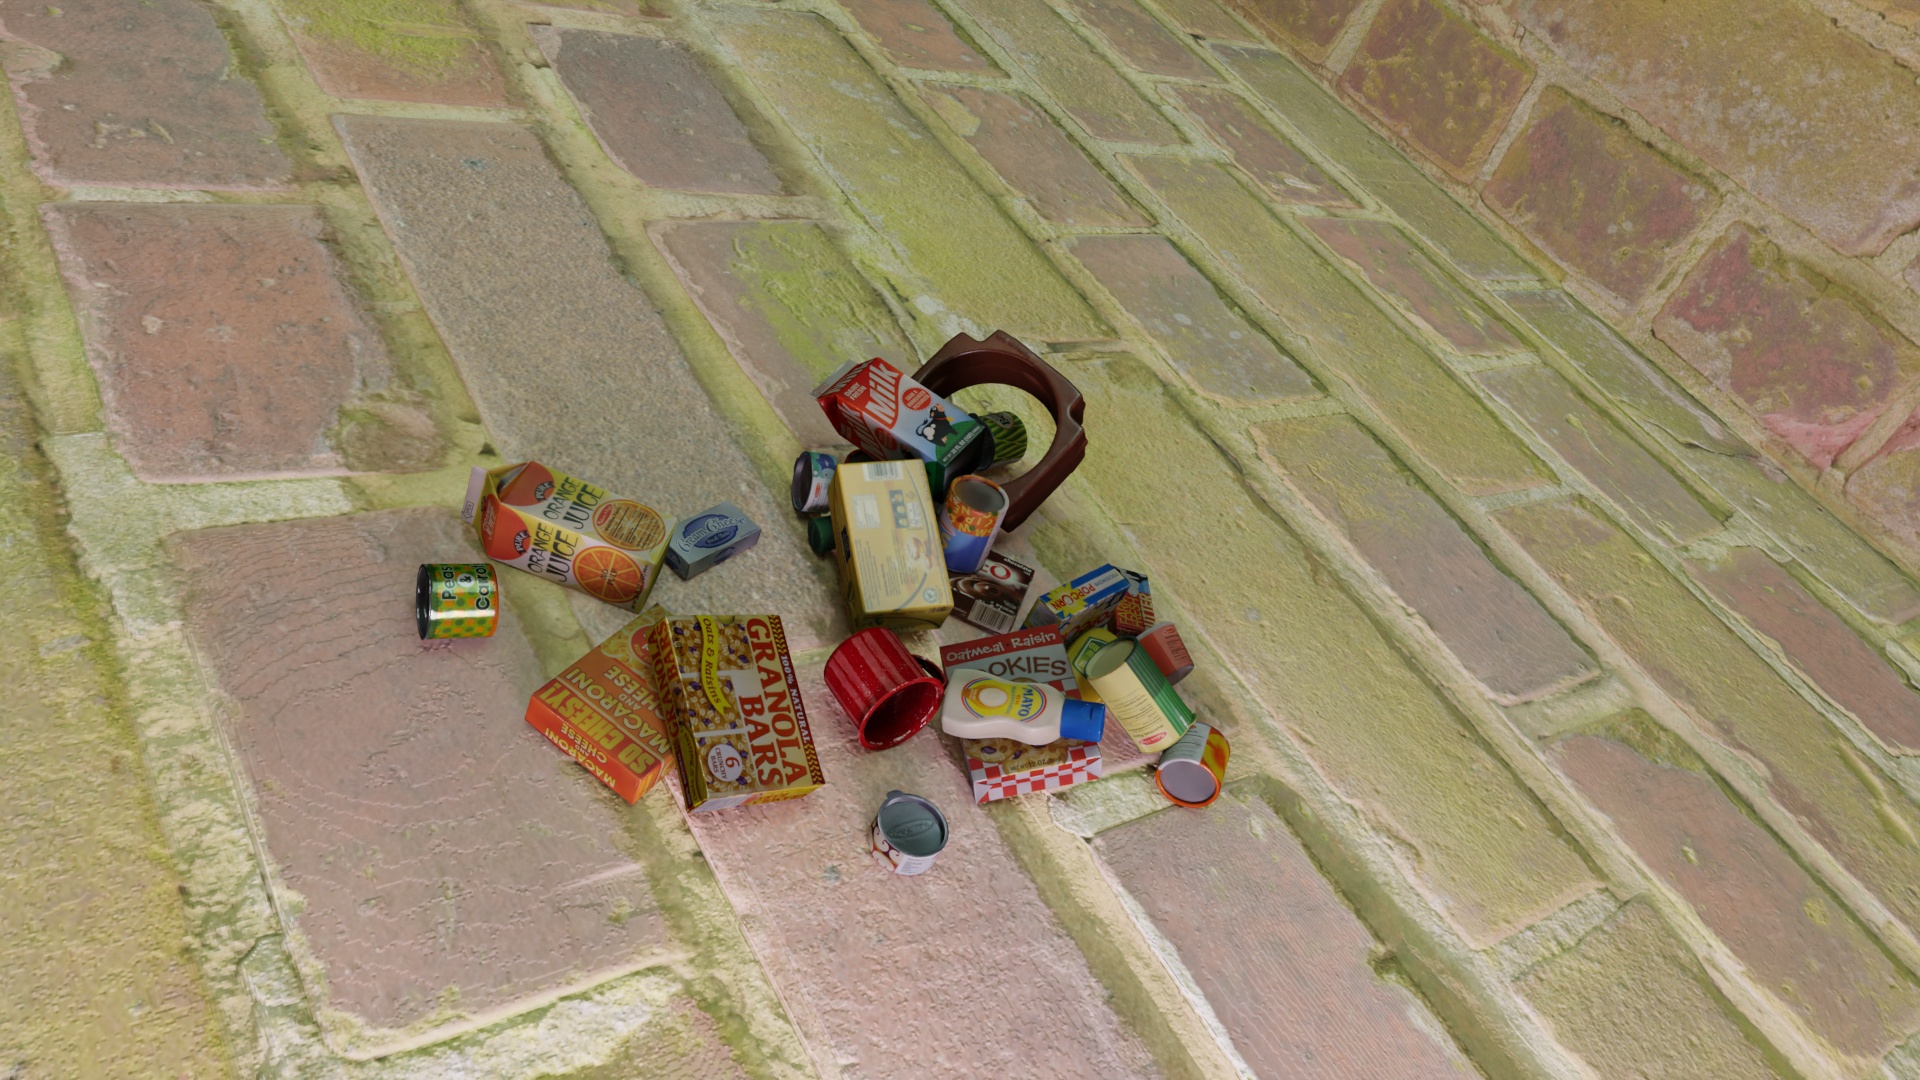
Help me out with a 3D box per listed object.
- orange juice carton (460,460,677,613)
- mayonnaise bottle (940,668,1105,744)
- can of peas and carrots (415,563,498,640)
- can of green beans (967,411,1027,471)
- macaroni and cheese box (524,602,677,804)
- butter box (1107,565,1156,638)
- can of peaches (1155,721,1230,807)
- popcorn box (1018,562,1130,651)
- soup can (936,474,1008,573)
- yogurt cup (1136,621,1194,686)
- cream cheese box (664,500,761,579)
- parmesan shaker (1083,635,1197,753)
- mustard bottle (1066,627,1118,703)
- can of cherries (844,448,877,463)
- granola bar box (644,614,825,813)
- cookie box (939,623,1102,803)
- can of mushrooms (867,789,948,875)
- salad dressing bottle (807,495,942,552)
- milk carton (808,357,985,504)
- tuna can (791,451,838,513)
[{"bbox_3d":[-0.375,-0.010,1.313,0.193,0.071,0.073,22,38,-6],"label":"orange juice carton"},{"bbox_3d":[0.059,0.159,1.295,0.148,0.041,0.065,7,53,11],"label":"mayonnaise bottle"},{"bbox_3d":[-0.437,0.051,1.207,0.059,0.070,0.071,0,45,-31],"label":"can of peas and carrots"},{"bbox_3d":[0.039,-0.121,1.679,0.058,0.071,0.071,-15,54,-41],"label":"can of green beans"},{"bbox_3d":[-0.277,0.140,1.221,0.124,0.040,0.167,35,38,10],"label":"macaroni and cheese box"},{"bbox_3d":[0.191,0.075,1.576,0.053,0.024,0.104,15,39,-15],"label":"butter box"},{"bbox_3d":[0.234,0.227,1.394,0.071,0.071,0.058,29,38,3],"label":"can of peaches"},{"bbox_3d":[0.117,0.081,1.477,0.127,0.084,0.038,-22,59,-44],"label":"popcorn box"},{"bbox_3d":[0.005,-0.018,1.469,0.071,0.083,0.072,14,36,-10],"label":"soup can"},{"bbox_3d":[0.215,0.128,1.499,0.072,0.072,0.054,-13,61,-39],"label":"yogurt cup"},{"bbox_3d":[-0.257,-0.002,1.408,0.053,0.024,0.104,39,39,18],"label":"cream cheese box"},{"bbox_3d":[0.180,0.153,1.394,0.103,0.071,0.072,53,35,-17],"label":"parmesan shaker"},{"bbox_3d":[0.120,0.151,1.428,0.065,0.048,0.161,39,41,7],"label":"mustard bottle"},{"bbox_3d":[-0.105,-0.059,1.533,0.071,0.058,0.072,16,39,-13],"label":"can of cherries"},{"bbox_3d":[-0.195,0.145,1.205,0.124,0.039,0.166,2,62,-45],"label":"granola bar box"},{"bbox_3d":[0.056,0.164,1.347,0.123,0.040,0.168,-11,47,-6],"label":"cookie box"},{"bbox_3d":[-0.048,0.257,1.223,0.071,0.033,0.071,15,40,-13],"label":"can of mushrooms"},{"bbox_3d":[-0.091,-0.018,1.496,0.148,0.064,0.044,-12,40,-28],"label":"salad dressing bottle"},{"bbox_3d":[-0.071,-0.130,1.510,0.191,0.073,0.072,35,61,17],"label":"milk carton"},{"bbox_3d":[-0.157,-0.064,1.503,0.033,0.070,0.071,7,42,-25],"label":"tuna can"}]
